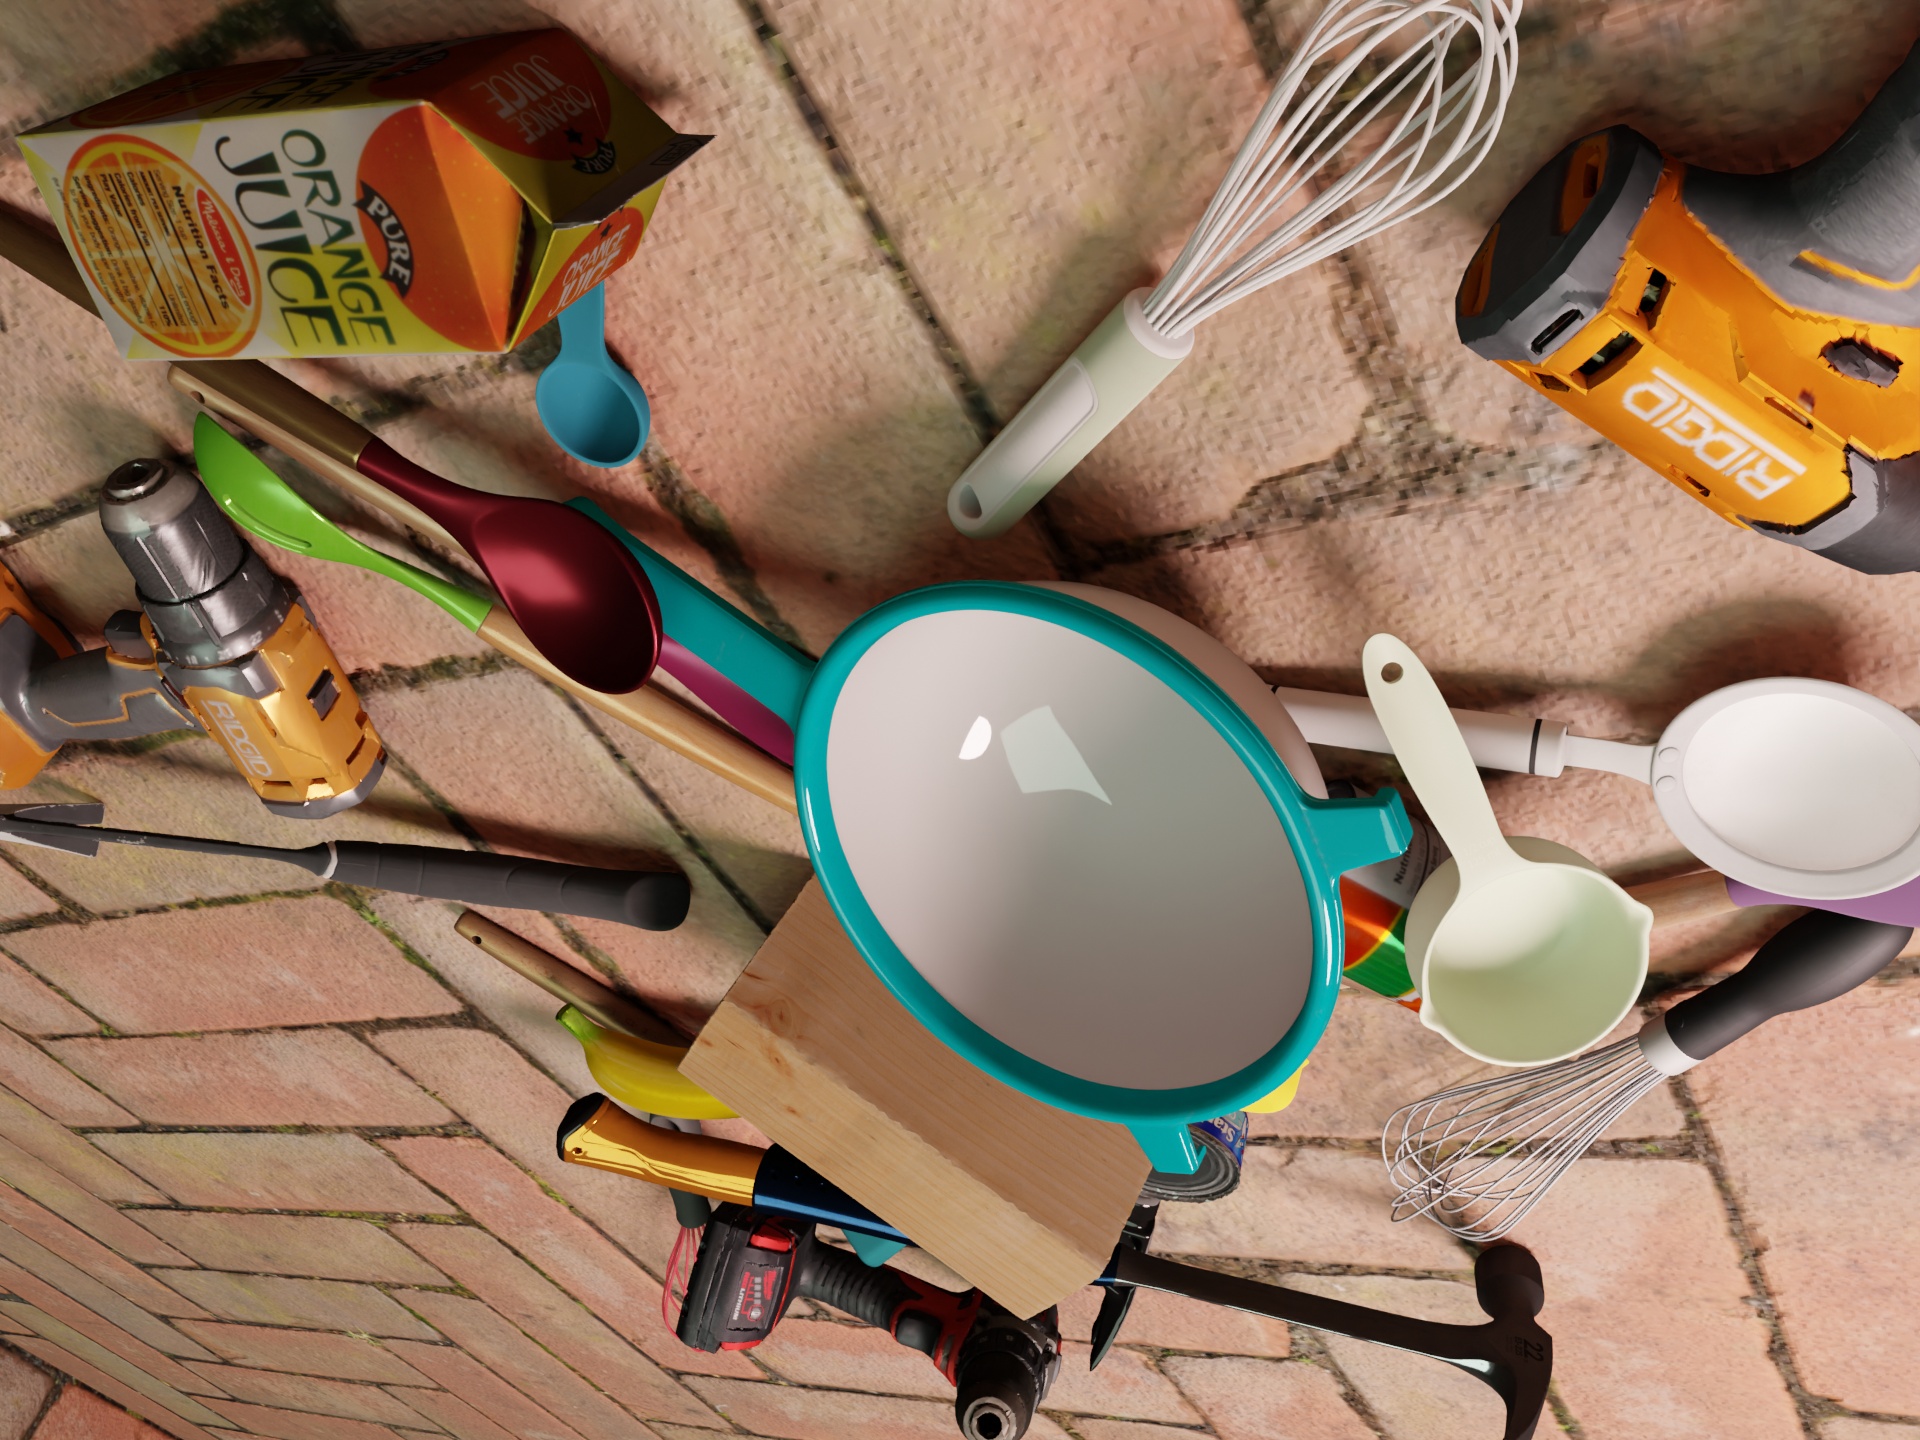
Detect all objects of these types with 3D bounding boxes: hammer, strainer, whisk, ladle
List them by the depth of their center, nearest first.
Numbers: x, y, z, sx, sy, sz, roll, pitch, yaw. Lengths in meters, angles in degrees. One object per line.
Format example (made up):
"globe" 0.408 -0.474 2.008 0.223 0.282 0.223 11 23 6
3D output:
"whisk" 0.060 -0.117 0.449 0.246 0.059 0.058 -40 74 51
"strainer" 0.205 0.008 0.531 0.258 0.050 0.086 8 129 24
"ladle" -0.239 -0.109 0.579 0.315 0.031 0.069 32 128 0
"strainer" -0.001 -0.002 0.586 0.340 0.095 0.210 34 133 17
"whisk" 0.267 0.146 0.650 0.070 0.070 0.284 28 136 -8
"hammer" 0.090 0.281 0.804 0.405 0.144 0.035 10 114 11
"hammer" -0.338 0.071 0.816 0.409 0.036 0.149 6 174 9
"hammer" -0.063 0.274 0.897 0.337 0.034 0.127 12 114 2
"whisk" -0.177 0.343 1.073 0.073 0.073 0.295 11 133 13

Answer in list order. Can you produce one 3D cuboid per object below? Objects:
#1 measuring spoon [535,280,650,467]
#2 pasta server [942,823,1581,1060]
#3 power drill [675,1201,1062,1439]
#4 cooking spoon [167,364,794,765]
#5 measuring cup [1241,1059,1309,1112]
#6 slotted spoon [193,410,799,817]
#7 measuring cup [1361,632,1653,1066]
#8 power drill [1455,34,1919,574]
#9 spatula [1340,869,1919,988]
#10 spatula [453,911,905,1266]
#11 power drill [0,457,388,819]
"measuring spoon" -0.121 -0.143 0.526 0.042 0.021 0.128 16 132 12
"pasta server" 0.095 0.084 0.652 0.316 0.040 0.060 19 158 9
"power drill" -0.050 0.362 0.958 0.227 0.080 0.188 16 180 7
"cooking spoon" -0.165 -0.056 0.638 0.318 0.017 0.068 31 142 -12
"measuring cup" 0.129 0.143 0.694 0.062 0.029 0.156 15 157 7
"slotted spoon" -0.175 -0.029 0.662 0.313 0.031 0.070 31 168 -16
"measuring cup" 0.168 0.038 0.531 0.083 0.038 0.167 -28 106 8
"power drill" 0.244 -0.117 0.342 0.164 0.084 0.226 30 144 -12
"spatula" 0.260 0.069 0.587 0.316 0.018 0.060 -22 95 42
"spatula" -0.151 0.202 0.907 0.317 0.044 0.082 35 115 -13
"power drill" -0.392 -0.038 0.714 0.226 0.084 0.185 4 137 14
